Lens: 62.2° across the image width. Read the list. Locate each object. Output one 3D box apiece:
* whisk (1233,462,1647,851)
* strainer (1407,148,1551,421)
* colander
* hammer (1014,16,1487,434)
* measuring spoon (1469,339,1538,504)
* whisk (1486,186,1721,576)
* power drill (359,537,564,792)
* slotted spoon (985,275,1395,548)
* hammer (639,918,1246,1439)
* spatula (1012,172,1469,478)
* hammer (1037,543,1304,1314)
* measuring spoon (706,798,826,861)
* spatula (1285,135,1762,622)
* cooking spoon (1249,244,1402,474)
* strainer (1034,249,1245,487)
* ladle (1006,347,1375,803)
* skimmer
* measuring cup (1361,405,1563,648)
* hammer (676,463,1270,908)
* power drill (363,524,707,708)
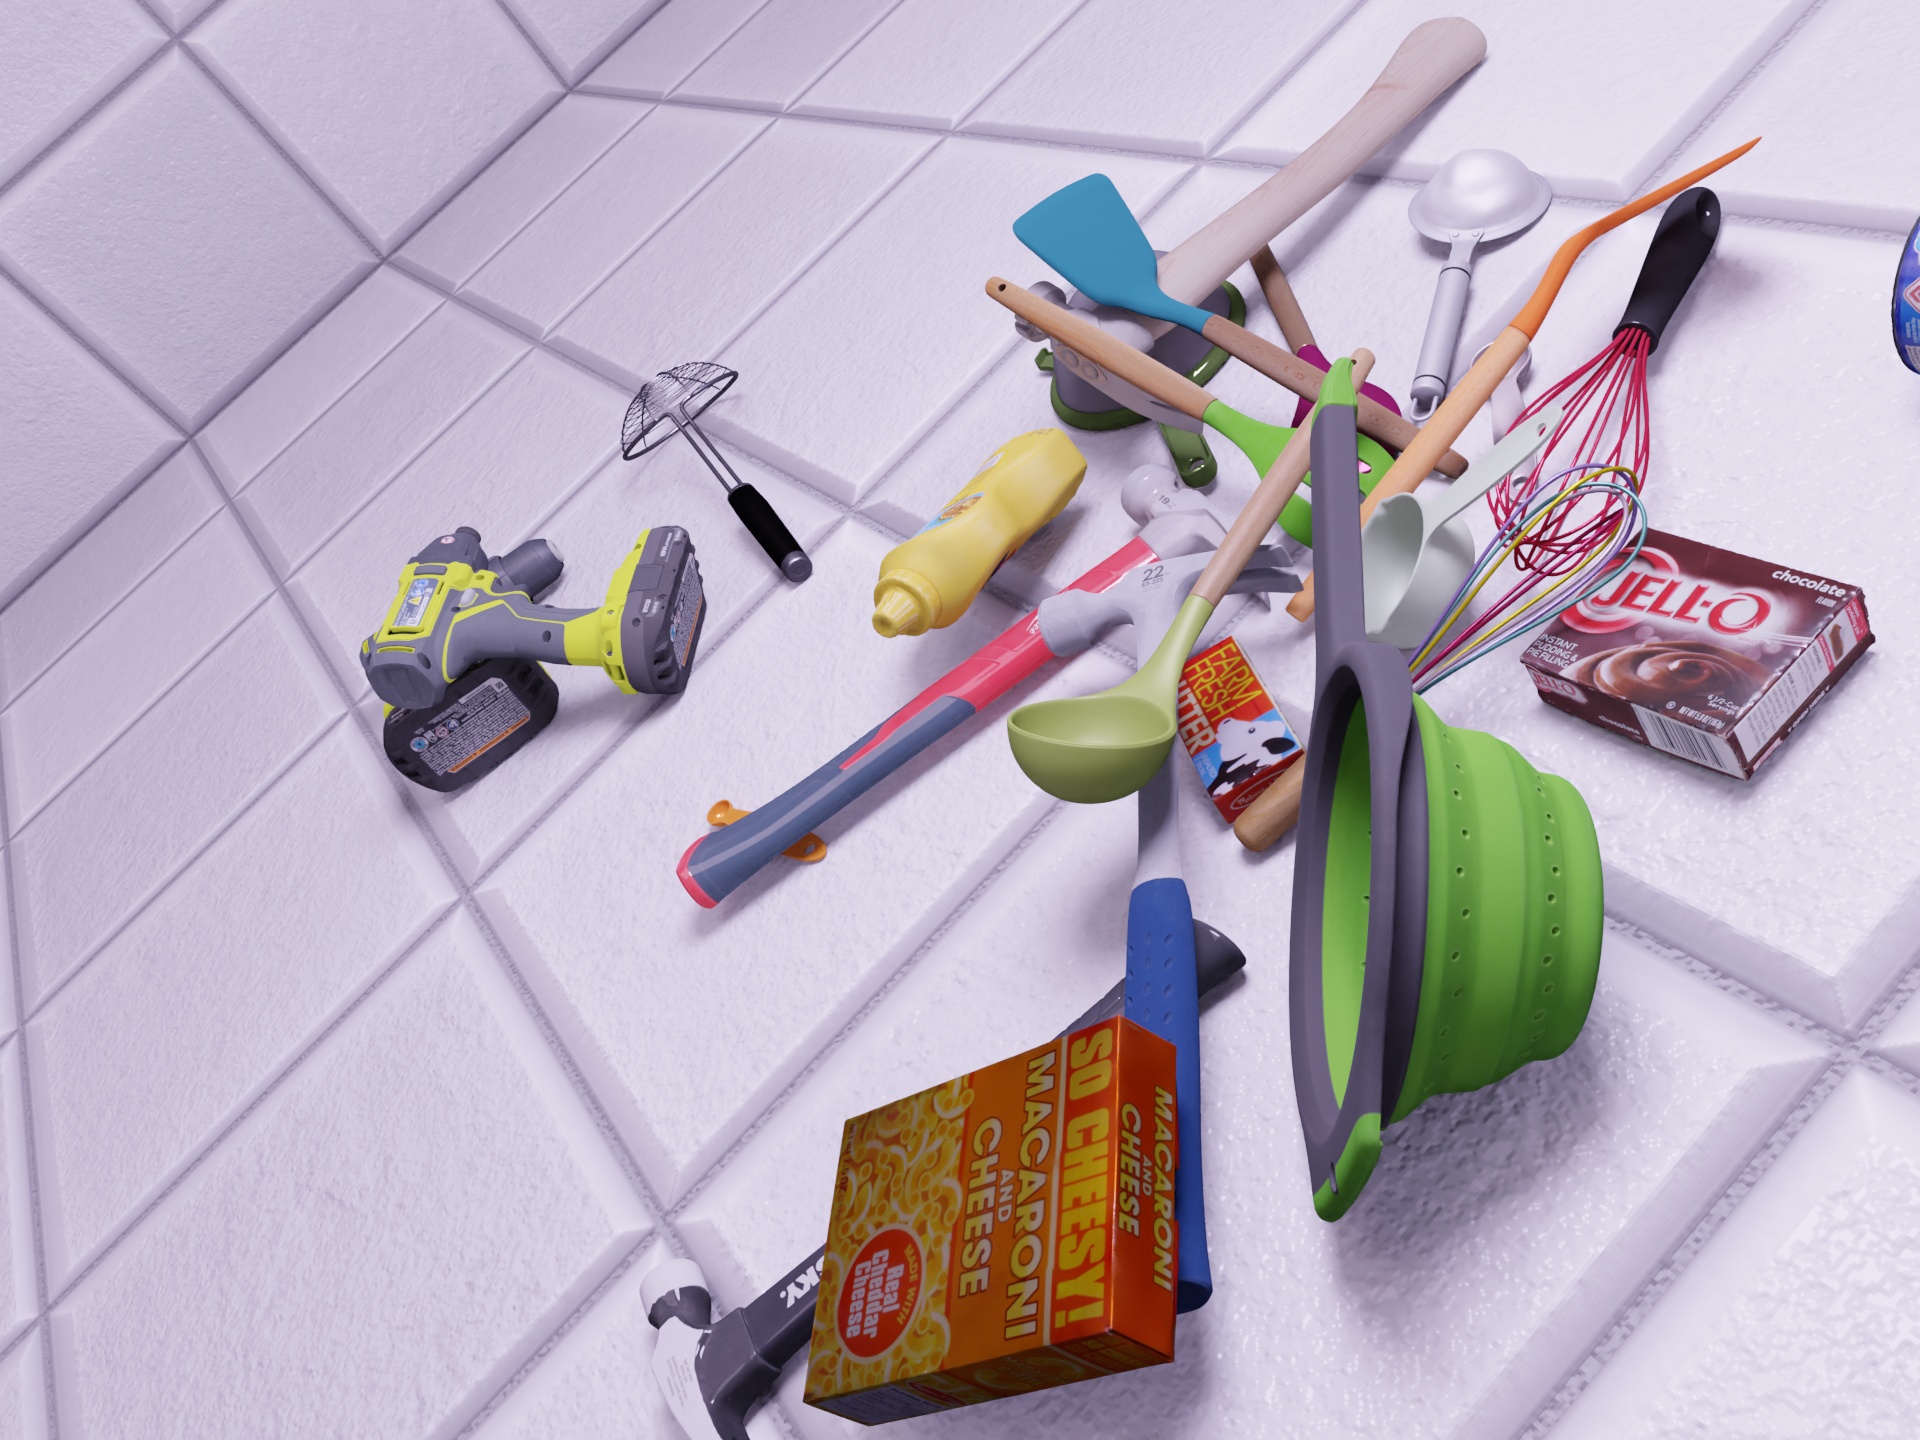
[{"bbox_3d":[0.222,-0.023,0.744,0.245,0.047,0.051,-46,73,17],"label":"whisk"},{"bbox_3d":[0.303,-0.277,0.965,0.087,0.050,0.259,5,58,26],"label":"strainer"},{"bbox_3d":[0.197,0.004,0.664,0.094,0.204,0.397,4,59,4],"label":"colander"},{"bbox_3d":[0.226,-0.346,1.057,0.146,0.038,0.411,38,69,24],"label":"hammer"},{"bbox_3d":[0.302,-0.161,0.871,0.034,0.018,0.124,-15,50,27],"label":"measuring spoon"},{"bbox_3d":[0.342,-0.185,0.821,0.073,0.073,0.296,5,51,44],"label":"whisk"},{"bbox_3d":[-0.402,-0.056,1.318,0.190,0.080,0.229,-35,35,0],"label":"power drill"},{"bbox_3d":[0.126,-0.191,0.932,0.314,0.031,0.070,38,89,29],"label":"slotted spoon"},{"bbox_3d":[-0.002,0.211,0.732,0.335,0.035,0.146,-41,36,-1],"label":"hammer"},{"bbox_3d":[0.166,-0.229,0.937,0.082,0.044,0.318,-37,58,-23],"label":"spatula"},{"bbox_3d":[0.097,0.067,0.736,0.144,0.035,0.406,-17,43,24],"label":"hammer"},{"bbox_3d":[-0.121,0.071,1.001,0.117,0.011,0.021,16,63,44],"label":"measuring spoon"},{"bbox_3d":[0.283,-0.176,0.830,0.322,0.041,0.081,-52,0,8],"label":"spatula"},{"bbox_3d":[0.217,-0.249,1.025,0.069,0.017,0.319,-26,40,17],"label":"cooking spoon"},{"bbox_3d":[0.121,-0.243,1.058,0.151,0.069,0.257,-29,37,15],"label":"strainer"},{"bbox_3d":[0.128,-0.085,0.790,0.078,0.062,0.320,15,60,40],"label":"ladle"},{"bbox_3d":[-0.189,-0.197,1.315,0.127,0.090,0.364,-38,47,-2],"label":"skimmer"},{"bbox_3d":[0.243,-0.093,0.763,0.167,0.038,0.083,130,153,-54],"label":"measuring cup"},{"bbox_3d":[-0.001,-0.003,0.940,0.386,0.038,0.143,-36,39,3],"label":"hammer"},{"bbox_3d":[-0.312,-0.087,1.190,0.223,0.080,0.171,0,46,6],"label":"power drill"}]
